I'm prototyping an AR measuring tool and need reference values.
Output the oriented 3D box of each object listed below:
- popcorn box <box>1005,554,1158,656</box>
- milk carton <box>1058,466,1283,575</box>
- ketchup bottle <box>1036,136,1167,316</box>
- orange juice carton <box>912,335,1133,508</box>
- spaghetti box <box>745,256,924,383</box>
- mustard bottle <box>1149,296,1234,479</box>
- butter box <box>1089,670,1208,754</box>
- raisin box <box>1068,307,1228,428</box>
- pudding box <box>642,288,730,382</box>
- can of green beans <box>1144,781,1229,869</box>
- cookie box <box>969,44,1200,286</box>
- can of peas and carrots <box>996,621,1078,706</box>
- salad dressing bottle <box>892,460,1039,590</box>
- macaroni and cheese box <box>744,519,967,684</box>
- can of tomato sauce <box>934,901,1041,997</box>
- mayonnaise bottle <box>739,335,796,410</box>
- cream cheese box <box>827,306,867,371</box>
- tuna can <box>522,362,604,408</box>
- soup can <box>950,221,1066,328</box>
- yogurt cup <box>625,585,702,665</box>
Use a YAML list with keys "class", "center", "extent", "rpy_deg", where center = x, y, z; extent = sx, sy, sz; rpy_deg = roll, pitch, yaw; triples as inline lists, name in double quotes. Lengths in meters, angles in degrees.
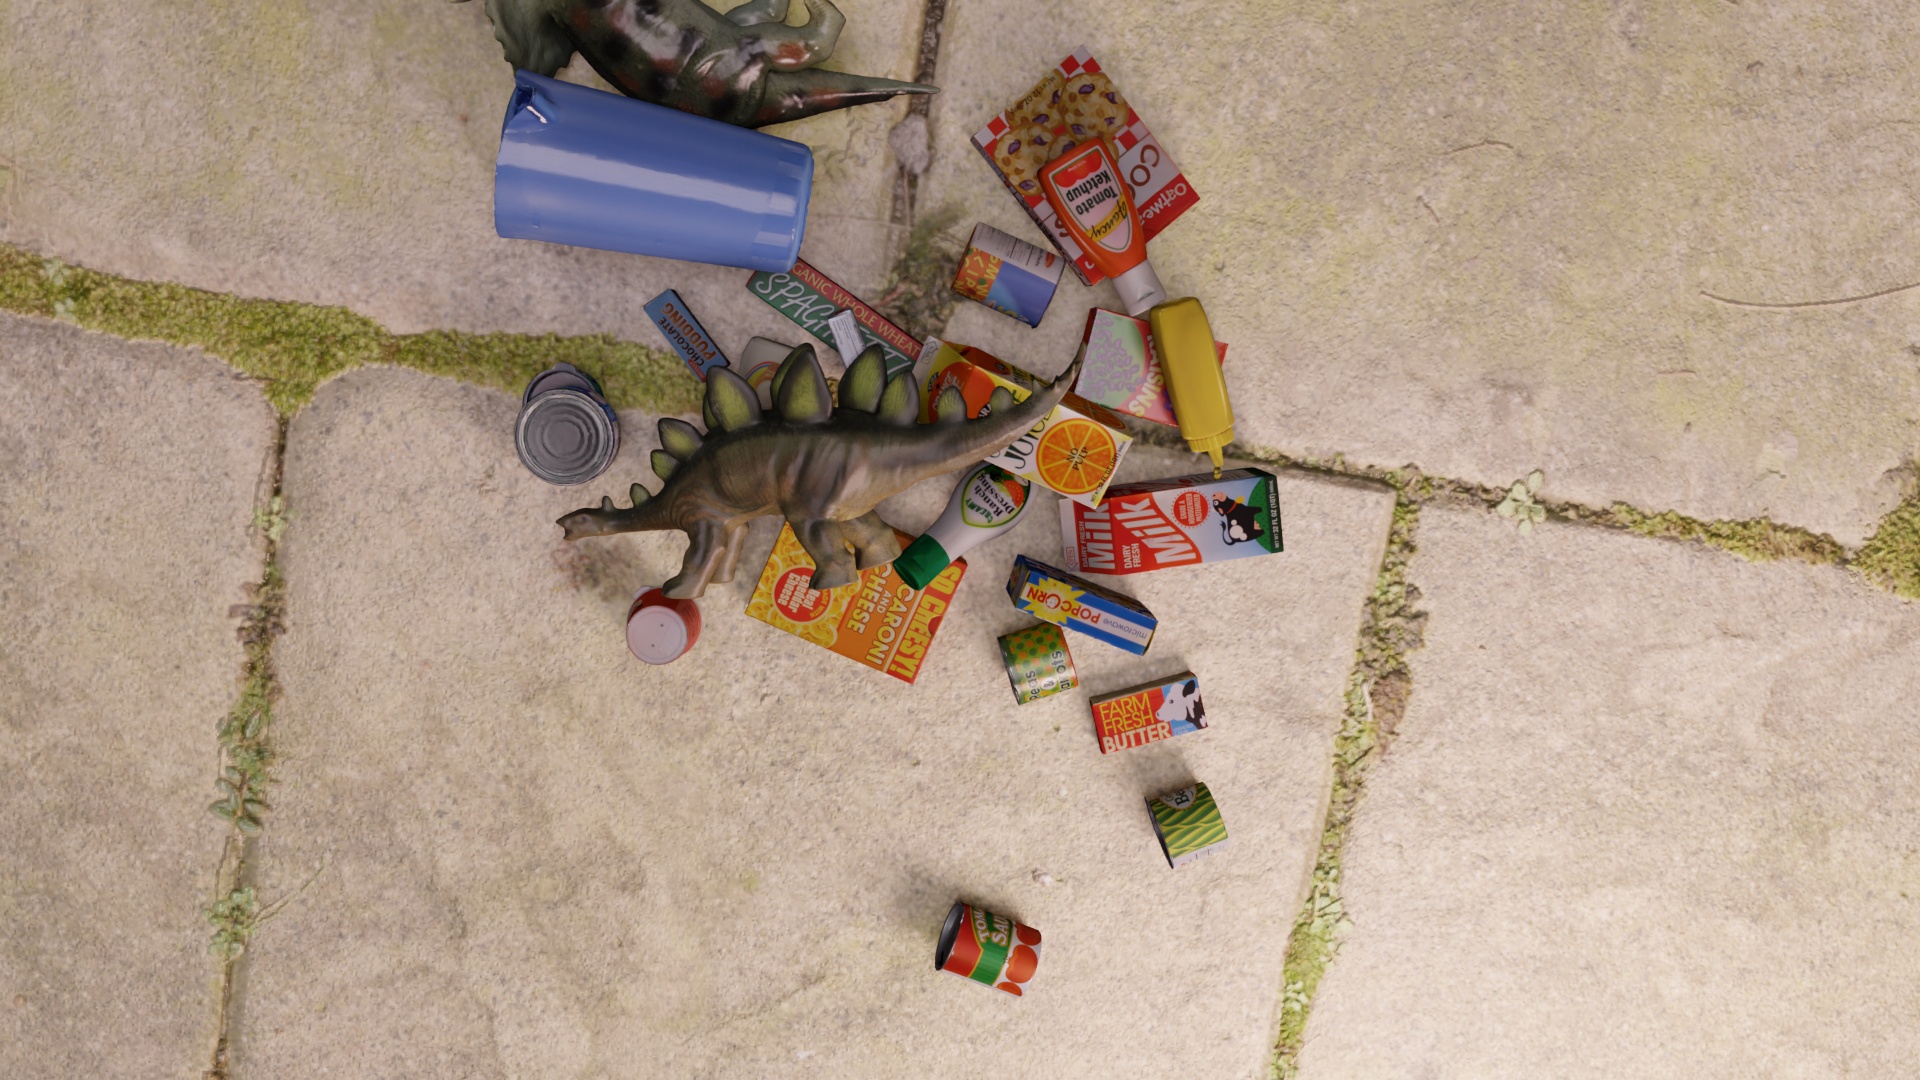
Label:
- class: "popcorn box"
  center: [0.108, 0.058, 1.251]
  extent: [0.127, 0.085, 0.038]
  rpy_deg: [21, 98, -7]
- class: "milk carton"
  center: [0.186, -0.016, 1.252]
  extent: [0.191, 0.073, 0.072]
  rpy_deg: [-7, 99, -3]
- class: "ketchup bottle"
  center: [0.126, -0.264, 1.184]
  extent: [0.065, 0.043, 0.148]
  rpy_deg: [-30, 99, 2]
- class: "orange juice carton"
  center: [0.045, -0.105, 1.195]
  extent: [0.193, 0.073, 0.071]
  rpy_deg: [24, 108, -10]
- class: "spaghetti box"
  center: [-0.075, -0.173, 1.232]
  extent: [0.250, 0.029, 0.050]
  rpy_deg: [34, 96, -8]
- class: "mustard bottle"
  center: [0.205, -0.130, 1.203]
  extent: [0.049, 0.065, 0.159]
  rpy_deg: [-18, 104, 3]
- class: "butter box"
  center: [0.175, 0.162, 1.302]
  extent: [0.103, 0.024, 0.053]
  rpy_deg: [-15, 99, -2]
- class: "raisin box"
  center: [0.167, -0.153, 1.248]
  extent: [0.123, 0.040, 0.086]
  rpy_deg: [15, 96, -7]
- class: "pudding box"
  center: [-0.238, -0.178, 1.210]
  extent: [0.030, 0.050, 0.083]
  rpy_deg: [-37, 99, 1]
- class: "can of green beans"
  center: [0.213, 0.266, 1.299]
  extent: [0.058, 0.071, 0.071]
  rpy_deg: [-21, 100, -1]
- class: "cookie box"
  center: [0.109, -0.325, 1.217]
  extent: [0.123, 0.040, 0.167]
  rpy_deg: [-40, 99, 3]
- class: "can of peas and carrots"
  center: [0.071, 0.112, 1.264]
  extent: [0.059, 0.071, 0.071]
  rpy_deg: [-18, 100, -2]
- class: "salad dressing bottle"
  center: [0.004, -0.015, 1.229]
  extent: [0.148, 0.044, 0.064]
  rpy_deg: [-42, 88, -19]
- class: "macaroni and cheese box"
  center: [-0.094, 0.042, 1.257]
  extent: [0.166, 0.040, 0.123]
  rpy_deg: [24, 97, -7]
- class: "can of tomato sauce"
  center: [0.027, 0.383, 1.303]
  extent: [0.083, 0.071, 0.071]
  rpy_deg: [22, 97, -8]
- class: "mayonnaise bottle"
  center: [-0.178, -0.103, 1.229]
  extent: [0.065, 0.041, 0.148]
  rpy_deg: [17, 97, -6]
- class: "cream cheese box"
  center: [-0.086, -0.148, 1.193]
  extent: [0.024, 0.053, 0.103]
  rpy_deg: [-21, 103, 2]
- class: "tuna can"
  center: [-0.347, -0.122, 1.219]
  extent: [0.071, 0.033, 0.071]
  rpy_deg: [-1, 99, -4]
- class: "soup can"
  center: [0.040, -0.230, 1.215]
  extent: [0.084, 0.071, 0.071]
  rpy_deg: [22, 97, -6]
- class: "yogurt cup"
  center: [-0.268, 0.079, 1.244]
  extent: [0.072, 0.054, 0.072]
  rpy_deg: [-1, 99, -4]
